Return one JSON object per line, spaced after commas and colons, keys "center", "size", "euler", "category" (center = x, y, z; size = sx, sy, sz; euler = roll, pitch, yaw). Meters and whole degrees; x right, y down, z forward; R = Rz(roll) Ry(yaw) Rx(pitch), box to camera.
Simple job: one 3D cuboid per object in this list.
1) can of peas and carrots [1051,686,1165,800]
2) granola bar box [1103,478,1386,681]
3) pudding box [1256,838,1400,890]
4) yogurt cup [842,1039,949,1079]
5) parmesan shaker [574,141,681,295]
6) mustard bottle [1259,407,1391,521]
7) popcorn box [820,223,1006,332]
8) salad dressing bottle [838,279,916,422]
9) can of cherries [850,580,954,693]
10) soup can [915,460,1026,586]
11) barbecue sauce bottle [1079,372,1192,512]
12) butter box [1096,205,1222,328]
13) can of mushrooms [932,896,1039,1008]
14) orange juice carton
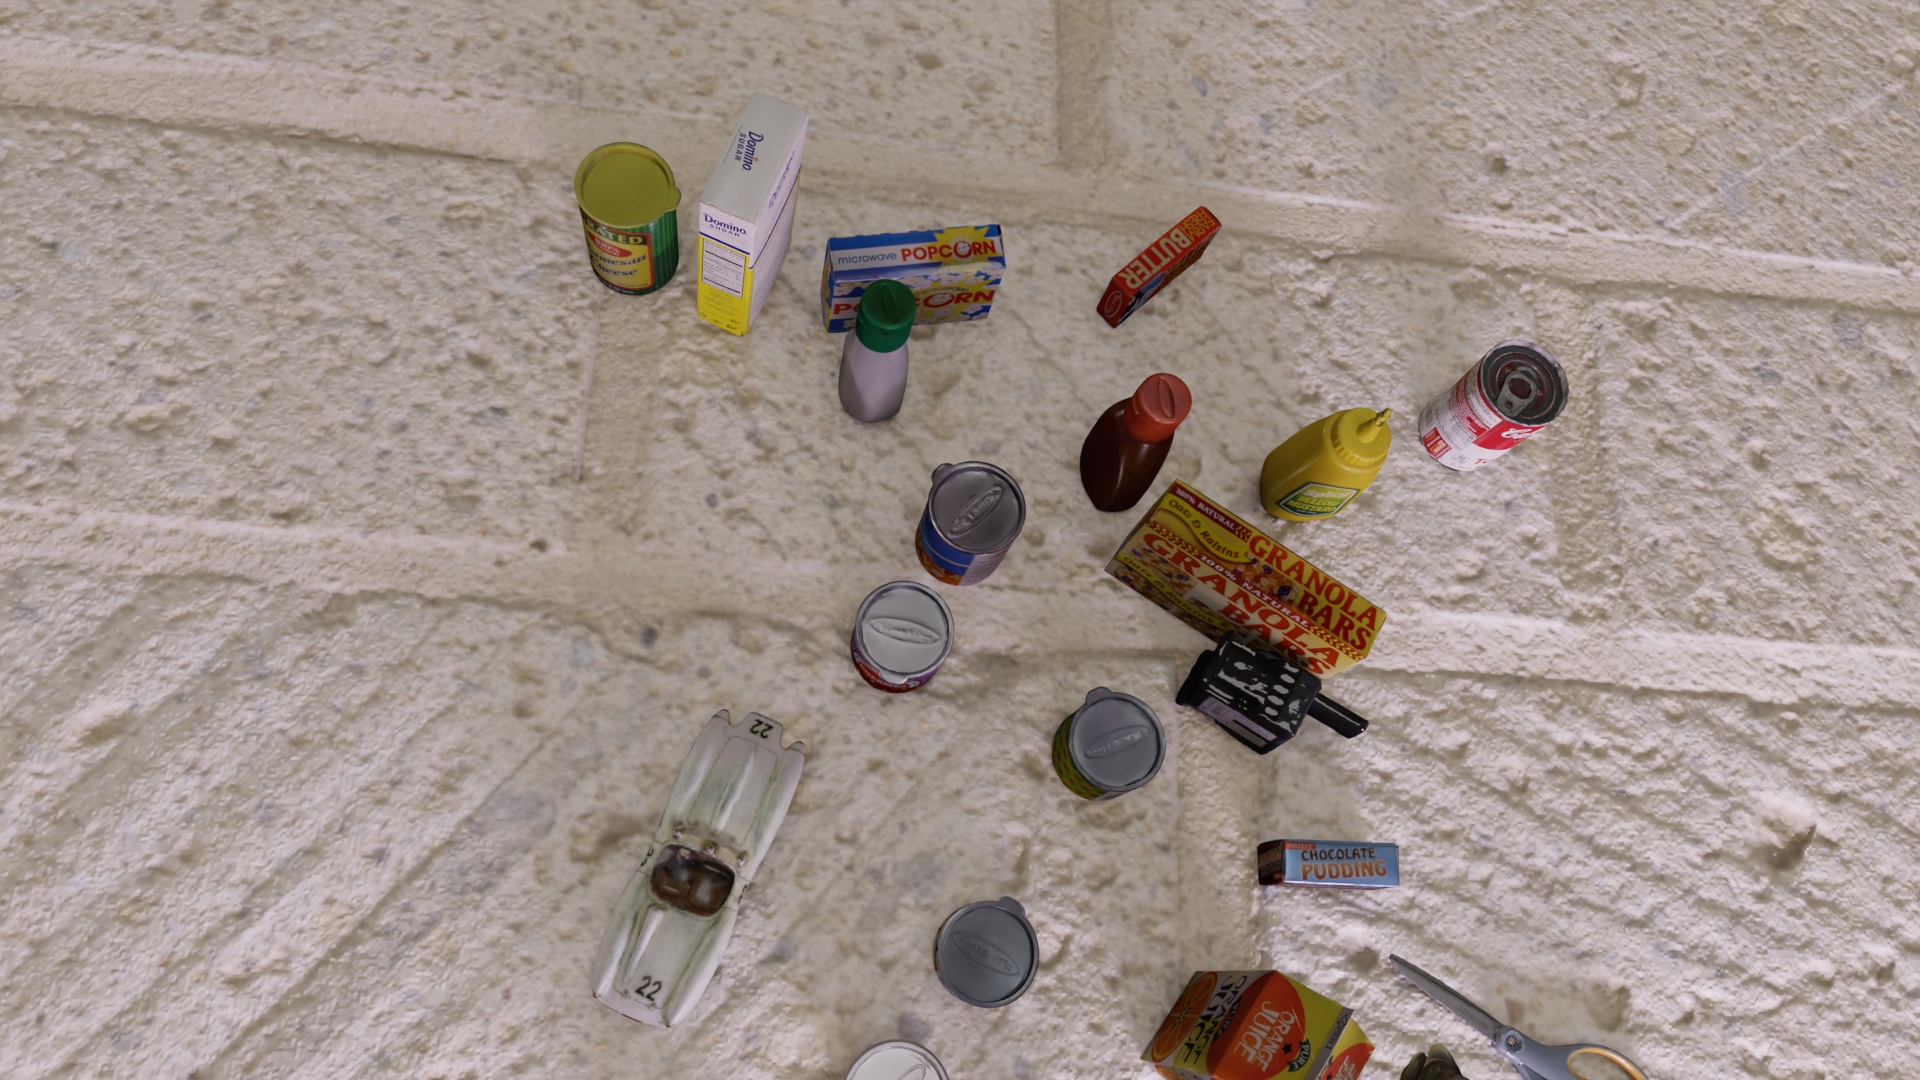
{"center": [0.098, 0.138, 0.942], "size": [0.071, 0.058, 0.071], "euler": [3, 72, -8], "category": "can of peas and carrots"}
{"center": [0.192, 0.034, 0.956], "size": [0.165, 0.123, 0.039], "euler": [33, 71, 2], "category": "granola bar box"}
{"center": [0.250, 0.220, 0.945], "size": [0.084, 0.049, 0.030], "euler": [4, 72, -8], "category": "pudding box"}
{"center": [-0.042, 0.342, 0.855], "size": [0.072, 0.053, 0.072], "euler": [3, 72, -8], "category": "yogurt cup"}
{"center": [-0.231, -0.224, 0.983], "size": [0.071, 0.102, 0.071], "euler": [3, 72, -8], "category": "parmesan shaker"}
{"center": [0.263, -0.058, 0.978], "size": [0.065, 0.159, 0.049], "euler": [7, 72, -7], "category": "mustard bottle"}
{"center": [-0.036, -0.190, 1.013], "size": [0.127, 0.085, 0.038], "euler": [-7, 74, -11], "category": "popcorn box"}
{"center": [-0.057, -0.130, 0.957], "size": [0.044, 0.147, 0.064], "euler": [-12, 75, -13], "category": "salad dressing bottle"}
{"center": [-0.042, 0.069, 0.942], "size": [0.071, 0.058, 0.071], "euler": [3, 72, -8], "category": "can of cherries"}
{"center": [0.003, -0.012, 0.962], "size": [0.071, 0.083, 0.071], "euler": [3, 72, -8], "category": "soup can"}
{"center": [0.121, -0.071, 0.966], "size": [0.044, 0.148, 0.065], "euler": [-7, 74, -11], "category": "barbecue sauce bottle"}
{"center": [0.152, -0.210, 1.067], "size": [0.104, 0.053, 0.024], "euler": [-40, 83, -18], "category": "butter box"}
{"center": [0.017, 0.266, 0.901], "size": [0.071, 0.033, 0.071], "euler": [3, 72, -8], "category": "can of mushrooms"}
{"center": [0.179, 0.308, 0.829], "size": [0.073, 0.192, 0.072], "euler": [38, 71, 4], "category": "orange juice carton"}
